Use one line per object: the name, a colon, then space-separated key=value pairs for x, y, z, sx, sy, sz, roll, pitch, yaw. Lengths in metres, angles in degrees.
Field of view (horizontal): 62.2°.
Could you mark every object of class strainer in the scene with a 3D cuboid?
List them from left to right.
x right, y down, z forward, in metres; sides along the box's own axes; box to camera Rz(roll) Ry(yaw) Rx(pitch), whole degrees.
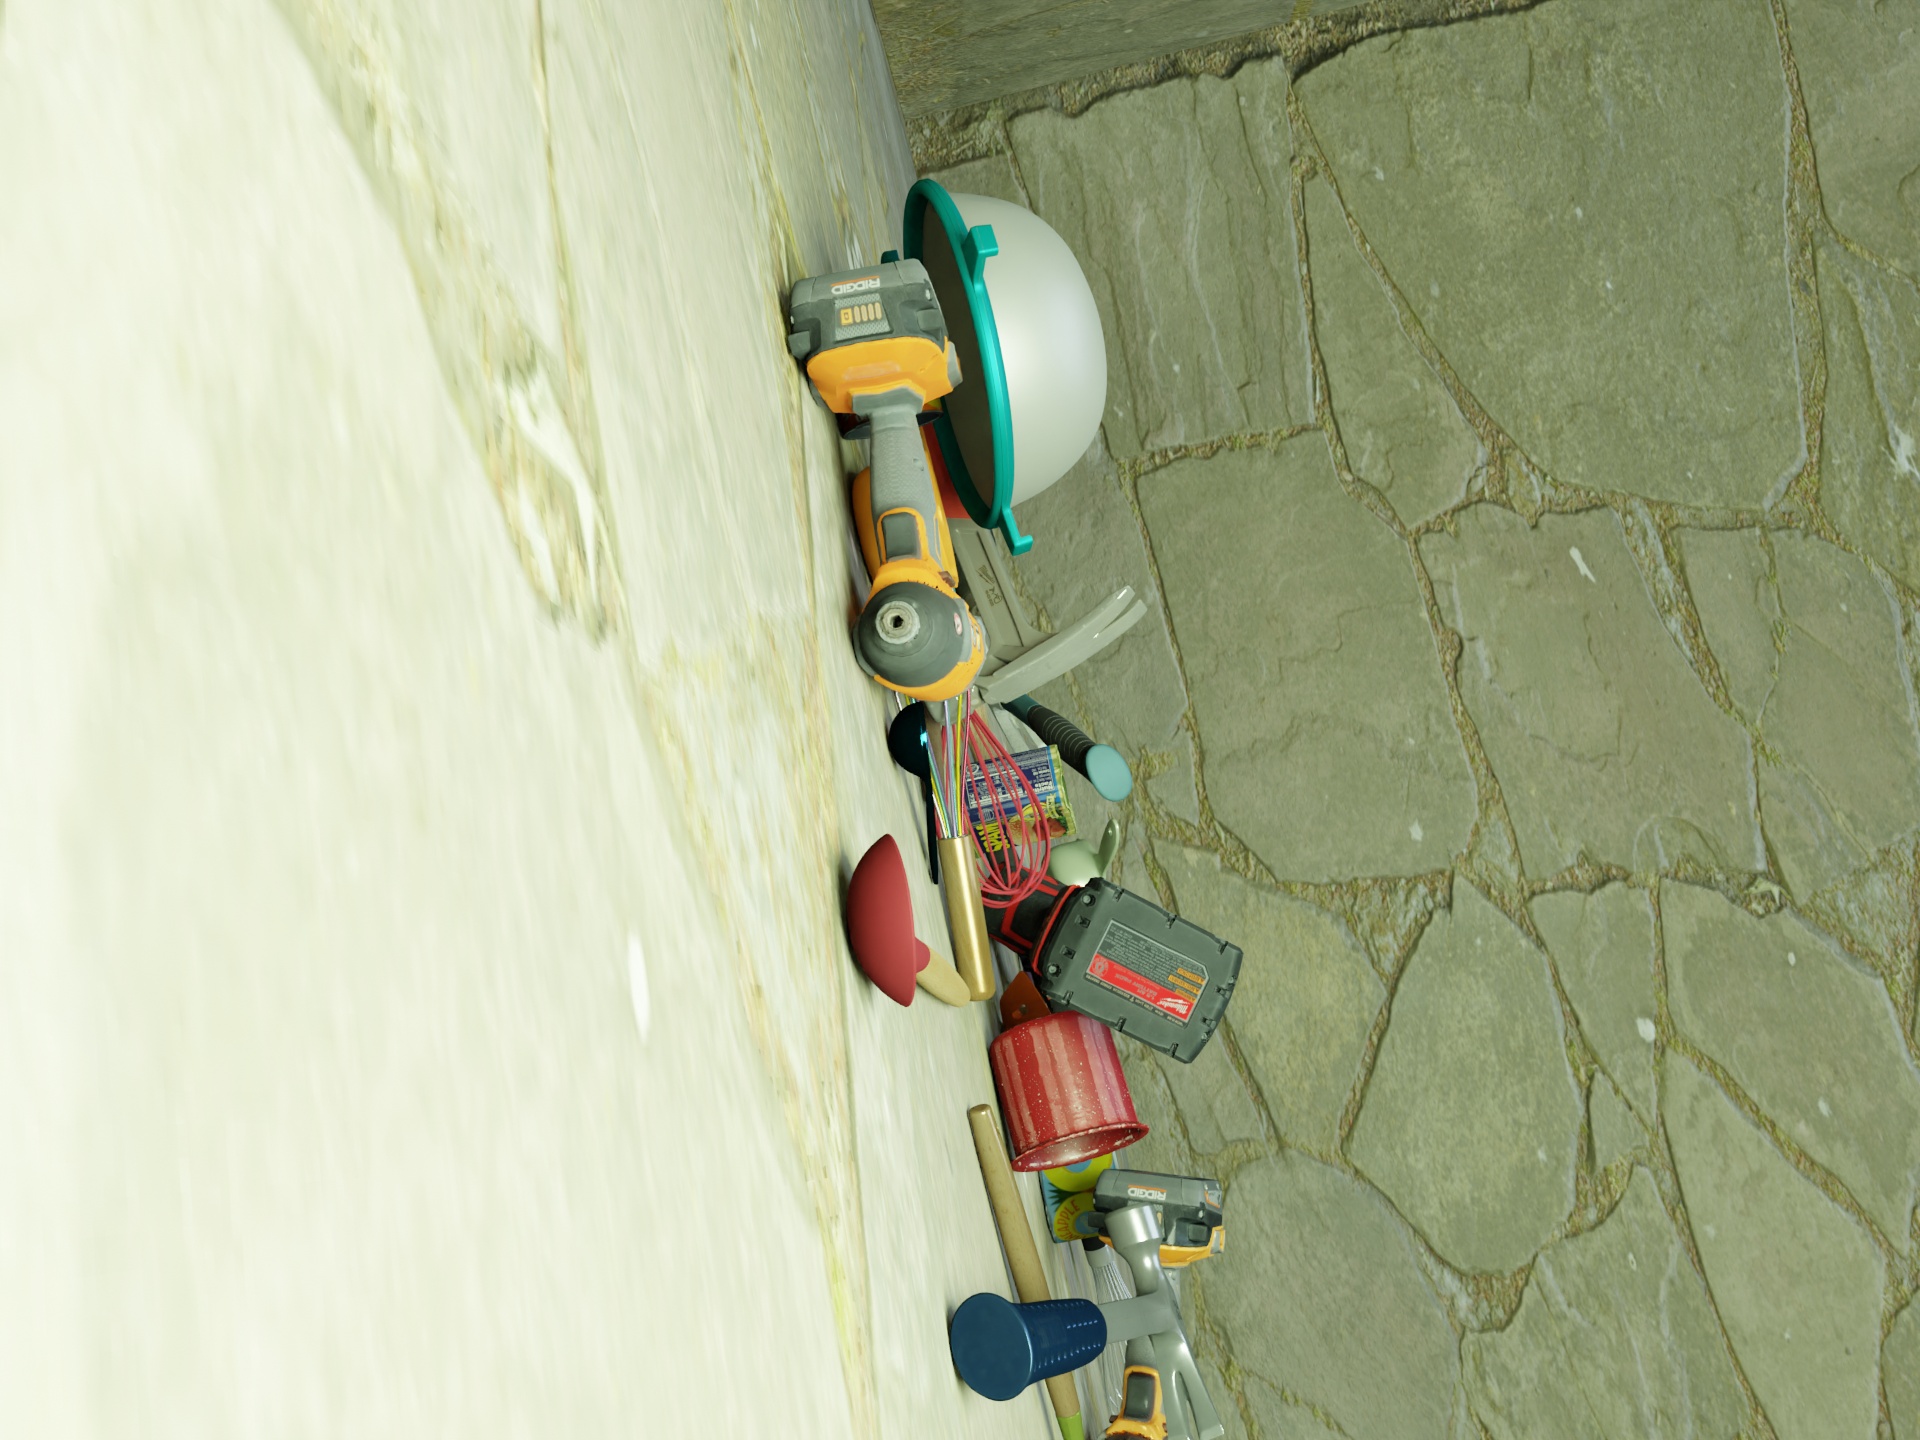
strainer: x=0.021 y=-0.260 z=1.027 sx=0.341 sy=0.095 sz=0.210 roll=-115 pitch=-166 yaw=-58

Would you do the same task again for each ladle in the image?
ladle: x=-0.017 y=0.113 z=0.751 sx=0.315 sy=0.031 sz=0.069 roll=69 pitch=12 yaw=-73
ladle: x=0.065 y=0.362 z=0.894 sx=0.078 sy=0.062 sz=0.320 roll=-57 pitch=131 yaw=-78

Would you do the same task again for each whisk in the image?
whisk: x=-0.005 y=0.049 z=0.967 sx=0.051 sy=0.047 sz=0.245 roll=-10 pitch=91 yaw=-75
whisk: x=-0.002 y=-0.003 z=1.080 sx=0.073 sy=0.073 sz=0.296 roll=70 pitch=3 yaw=-56
whisk: x=0.125 y=0.477 z=1.336 sx=0.070 sy=0.070 sz=0.284 roll=-59 pitch=131 yaw=-83

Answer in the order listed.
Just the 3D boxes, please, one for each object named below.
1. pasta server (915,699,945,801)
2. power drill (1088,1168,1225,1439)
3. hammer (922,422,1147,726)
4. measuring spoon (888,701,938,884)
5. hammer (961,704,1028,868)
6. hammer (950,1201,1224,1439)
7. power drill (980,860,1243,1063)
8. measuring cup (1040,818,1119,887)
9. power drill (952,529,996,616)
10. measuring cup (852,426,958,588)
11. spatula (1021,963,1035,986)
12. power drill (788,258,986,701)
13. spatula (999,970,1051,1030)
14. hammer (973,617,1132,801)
pasta server: x=-0.025 y=-0.077 z=1.093 sx=0.040 sy=0.060 sz=0.317 roll=36 pitch=38 yaw=-45
power drill: x=0.124 y=0.424 z=1.076 sx=0.185 sy=0.084 sz=0.226 roll=42 pitch=52 yaw=-67
hammer: x=0.000 y=-0.168 z=1.084 sx=0.036 sy=0.149 sz=0.359 roll=42 pitch=23 yaw=-51
measuring spoon: x=-0.027 y=0.046 z=0.916 sx=0.042 sy=0.021 sz=0.128 roll=-91 pitch=177 yaw=-54
hammer: x=0.010 y=-0.007 z=1.371 sx=0.130 sy=0.031 sz=0.331 roll=-96 pitch=172 yaw=-52
hammer: x=0.074 y=0.323 z=0.834 sx=0.405 sy=0.035 sz=0.144 roll=45 pitch=25 yaw=-65
power drill: x=0.095 y=0.152 z=1.049 sx=0.078 sy=0.143 sz=0.220 roll=-63 pitch=-170 yaw=-5
measuring cup: x=0.094 y=0.116 z=1.245 sx=0.167 sy=0.038 sz=0.083 roll=101 pitch=-24 yaw=-63
power drill: x=0.003 y=-0.207 z=1.283 sx=0.226 sy=0.080 sz=0.188 roll=102 pitch=-28 yaw=-64
measuring cup: x=-0.040 y=-0.146 z=1.025 sx=0.174 sy=0.052 sz=0.095 roll=-100 pitch=175 yaw=-51
spatula: x=0.072 y=0.269 z=1.427 sx=0.059 sy=0.018 sz=0.316 roll=106 pitch=-22 yaw=-59
power drill: x=-0.035 y=-0.125 z=0.864 sx=0.164 sy=0.084 sz=0.226 roll=19 pitch=63 yaw=-84
spatula: x=0.060 y=0.234 z=1.252 sx=0.081 sy=0.041 sz=0.322 roll=61 pitch=1 yaw=8
hammer: x=0.070 y=0.002 z=1.339 sx=0.128 sy=0.033 sz=0.331 roll=63 pitch=-7 yaw=-20
